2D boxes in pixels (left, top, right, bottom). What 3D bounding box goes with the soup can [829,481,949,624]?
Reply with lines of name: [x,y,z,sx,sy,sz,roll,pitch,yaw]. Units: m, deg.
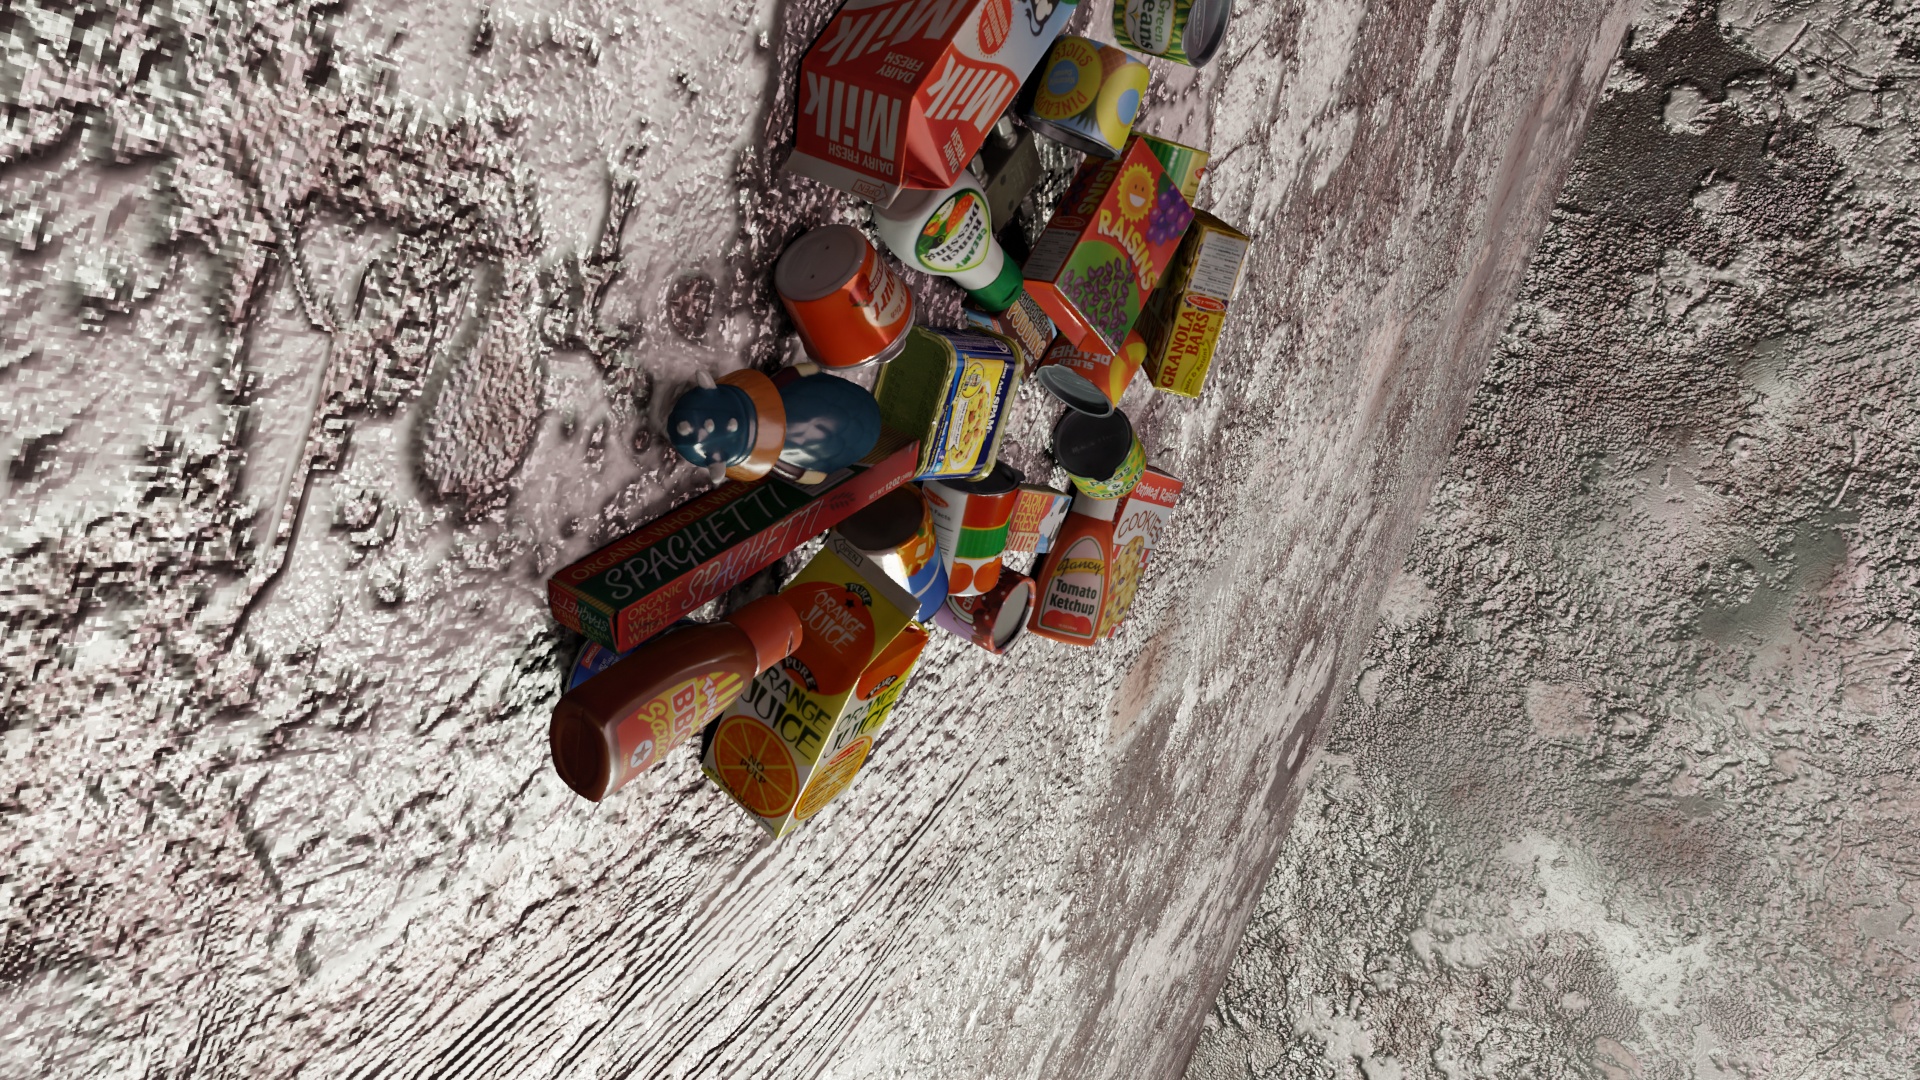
soup can: [-0.045,0.007,0.908,0.071,0.071,0.083,-51,151,-27]

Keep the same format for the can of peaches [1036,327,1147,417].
can of peaches: [0.100,-0.136,1.053,0.058,0.071,0.071,-59,154,-14]

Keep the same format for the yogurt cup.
yogurt cup: [-0.065,-0.134,0.752,0.072,0.072,0.053,-56,145,-17]

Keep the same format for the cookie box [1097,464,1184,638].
cookie box: [0.140,0.008,1.286,0.123,0.040,0.167,8,106,-63]

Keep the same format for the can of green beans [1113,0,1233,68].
can of green beans: [0.146,-0.364,0.950,0.071,0.058,0.071,-43,147,-38]

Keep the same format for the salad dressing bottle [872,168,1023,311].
salad dressing bottle: [-0.003,-0.183,0.844,0.064,0.044,0.147,-49,155,5]

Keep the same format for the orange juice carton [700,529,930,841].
orange juice carton: [-0.084,0.085,0.844,0.073,0.072,0.191,-28,151,-51]

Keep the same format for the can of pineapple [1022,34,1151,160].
can of pineapple: [0.081,-0.284,0.890,0.071,0.071,0.057,6,107,-63]

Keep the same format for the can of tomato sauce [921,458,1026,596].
can of tomato sauce: [0.003,-0.012,0.979,0.071,0.071,0.082,-29,137,-51]

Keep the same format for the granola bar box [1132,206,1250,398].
granola bar box: [0.174,-0.192,1.084,0.166,0.039,0.123,-90,-166,-71]

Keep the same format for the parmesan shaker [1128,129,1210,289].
parmesan shaker: [0.135,-0.245,1.025,0.071,0.071,0.102,-15,126,-58]

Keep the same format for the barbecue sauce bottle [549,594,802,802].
barbecue sauce bottle: [-0.144,0.074,0.724,0.149,0.044,0.064,-34,148,-48]

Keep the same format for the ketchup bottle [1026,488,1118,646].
ketchup bottle: [0.104,0.014,1.205,0.043,0.065,0.148,-133,-122,-82]

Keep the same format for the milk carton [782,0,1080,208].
milk carton: [-0.015,-0.255,0.727,0.191,0.072,0.073,-57,154,-16]

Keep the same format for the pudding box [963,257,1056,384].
pudding box: [0.036,-0.152,0.961,0.050,0.030,0.083,-58,154,-16]

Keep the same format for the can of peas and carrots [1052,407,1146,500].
can of peas and carrots: [0.116,-0.070,1.137,0.071,0.071,0.058,-61,155,-7]

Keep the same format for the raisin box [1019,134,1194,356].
raisin box: [0.100,-0.200,0.942,0.086,0.040,0.123,40,75,-42]

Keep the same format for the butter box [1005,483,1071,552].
butter box: [0.052,-0.018,1.115,0.103,0.024,0.053,3,109,-63]

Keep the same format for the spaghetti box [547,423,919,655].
spaghetti box: [-0.117,-0.011,0.775,0.251,0.050,0.028,-35,140,-46]

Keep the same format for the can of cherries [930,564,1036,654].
can of cherries: [0.017,0.046,1.066,0.072,0.058,0.071,-44,148,-37]
